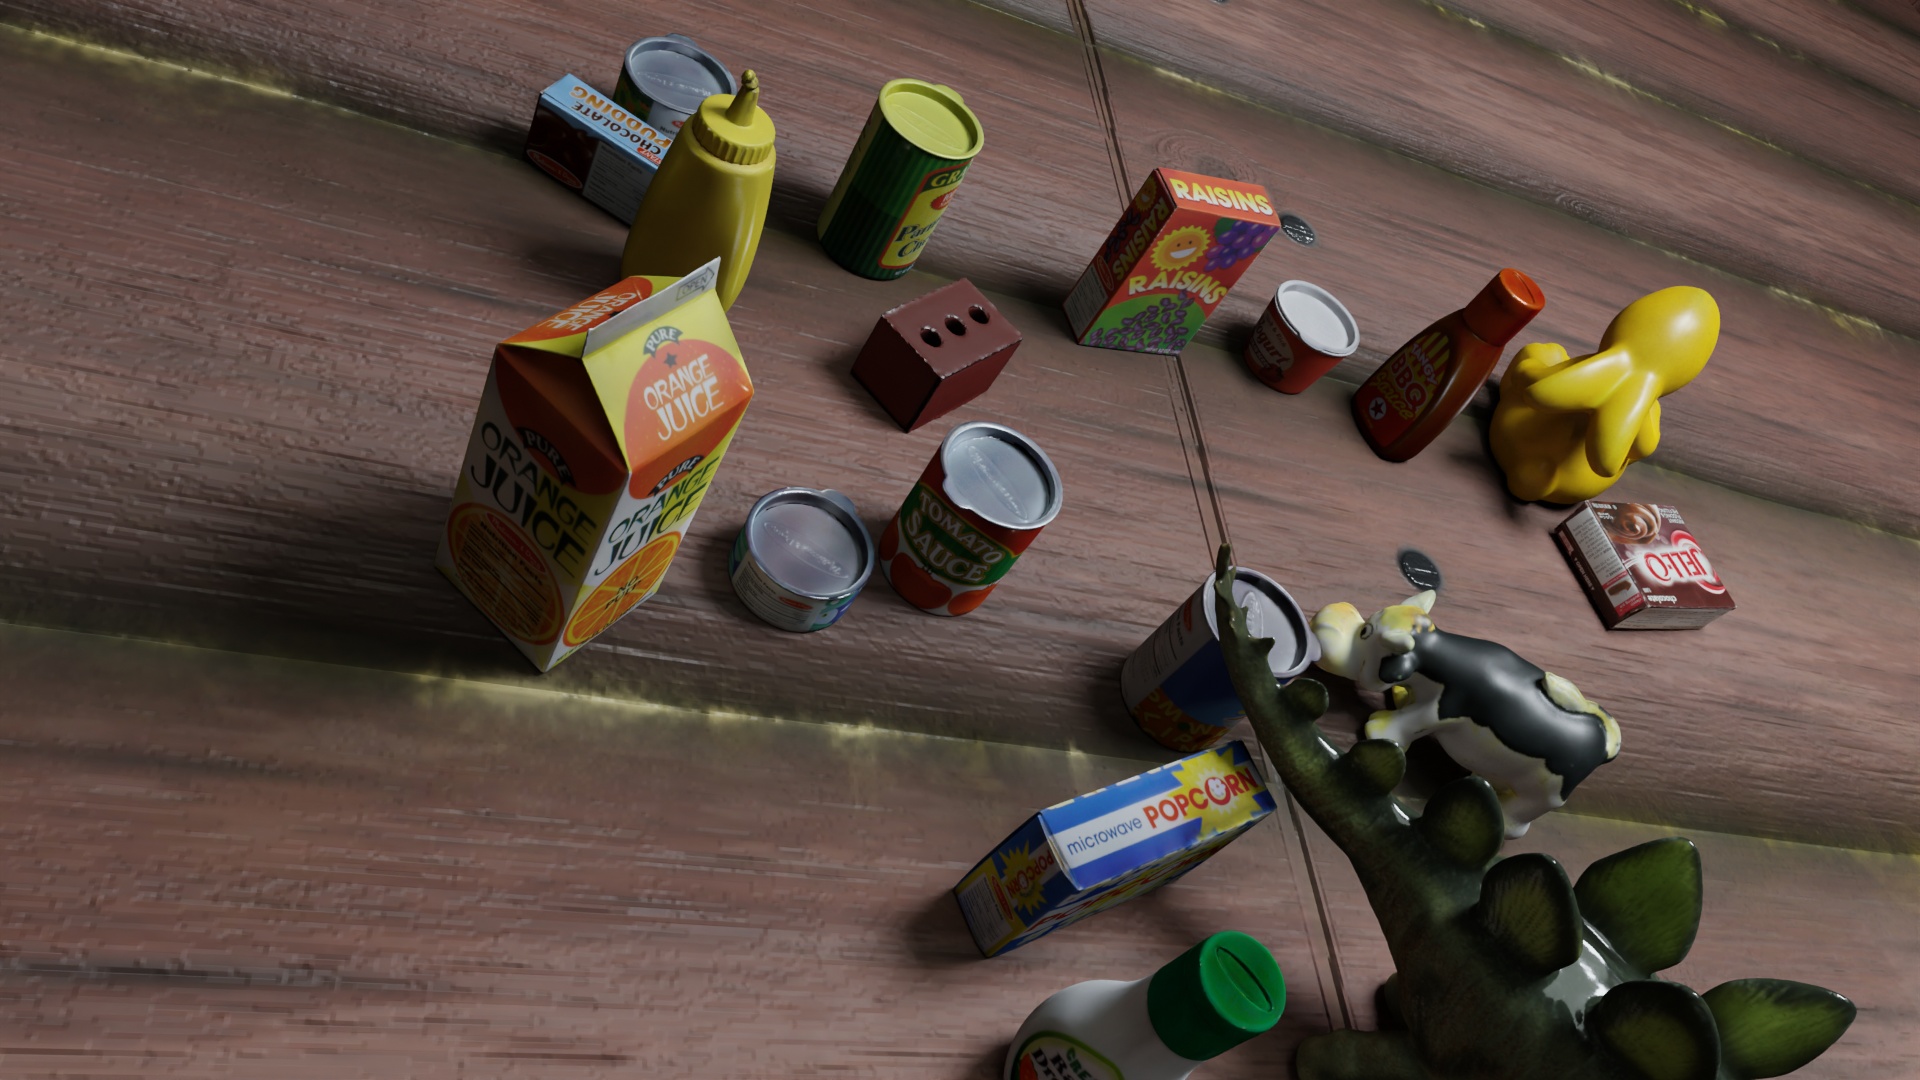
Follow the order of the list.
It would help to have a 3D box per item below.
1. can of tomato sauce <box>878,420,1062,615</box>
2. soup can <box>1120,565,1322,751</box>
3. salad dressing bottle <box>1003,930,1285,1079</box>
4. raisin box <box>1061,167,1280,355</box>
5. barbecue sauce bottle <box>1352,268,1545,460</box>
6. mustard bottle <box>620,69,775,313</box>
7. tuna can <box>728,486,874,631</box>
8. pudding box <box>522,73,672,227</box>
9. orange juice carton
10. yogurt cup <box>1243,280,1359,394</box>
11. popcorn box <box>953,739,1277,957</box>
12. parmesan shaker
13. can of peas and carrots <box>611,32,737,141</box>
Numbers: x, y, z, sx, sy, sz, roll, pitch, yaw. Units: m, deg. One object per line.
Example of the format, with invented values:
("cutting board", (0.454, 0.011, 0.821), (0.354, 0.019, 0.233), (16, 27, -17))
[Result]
("can of tomato sauce", (0.003, -0.009, 0.707), (0.071, 0.082, 0.071), (16, 49, -19))
("soup can", (0.134, 0.064, 0.725), (0.071, 0.083, 0.072), (16, 49, -19))
("salad dressing bottle", (0.069, 0.194, 0.538), (0.064, 0.147, 0.044), (49, 46, 12))
("raisin box", (0.133, -0.176, 0.889), (0.086, 0.122, 0.040), (2, 55, -29))
("barbecue sauce bottle", (0.331, -0.121, 0.944), (0.044, 0.147, 0.065), (3, 54, -29))
("mustard bottle", (-0.127, -0.177, 0.710), (0.065, 0.159, 0.049), (24, 47, -13))
("tuna can", (-0.077, 0.008, 0.682), (0.071, 0.032, 0.071), (16, 49, -19))
("pudding box", (-0.198, -0.216, 0.777), (0.084, 0.049, 0.030), (32, 45, -5))
("orange juice carton", (-0.148, -0.035, 0.562), (0.073, 0.191, 0.072), (43, 46, 6))
("yogurt cup", (0.234, -0.139, 0.968), (0.072, 0.053, 0.073), (16, 49, -19))
("popcorn box", (0.070, 0.138, 0.627), (0.127, 0.084, 0.038), (-11, 62, -36))
("parmesan shaker", (-0.037, -0.216, 0.835), (0.071, 0.102, 0.072), (16, 49, -19))
("can of peas and carrots", (-0.172, -0.252, 0.816), (0.071, 0.058, 0.071), (16, 49, -19))
